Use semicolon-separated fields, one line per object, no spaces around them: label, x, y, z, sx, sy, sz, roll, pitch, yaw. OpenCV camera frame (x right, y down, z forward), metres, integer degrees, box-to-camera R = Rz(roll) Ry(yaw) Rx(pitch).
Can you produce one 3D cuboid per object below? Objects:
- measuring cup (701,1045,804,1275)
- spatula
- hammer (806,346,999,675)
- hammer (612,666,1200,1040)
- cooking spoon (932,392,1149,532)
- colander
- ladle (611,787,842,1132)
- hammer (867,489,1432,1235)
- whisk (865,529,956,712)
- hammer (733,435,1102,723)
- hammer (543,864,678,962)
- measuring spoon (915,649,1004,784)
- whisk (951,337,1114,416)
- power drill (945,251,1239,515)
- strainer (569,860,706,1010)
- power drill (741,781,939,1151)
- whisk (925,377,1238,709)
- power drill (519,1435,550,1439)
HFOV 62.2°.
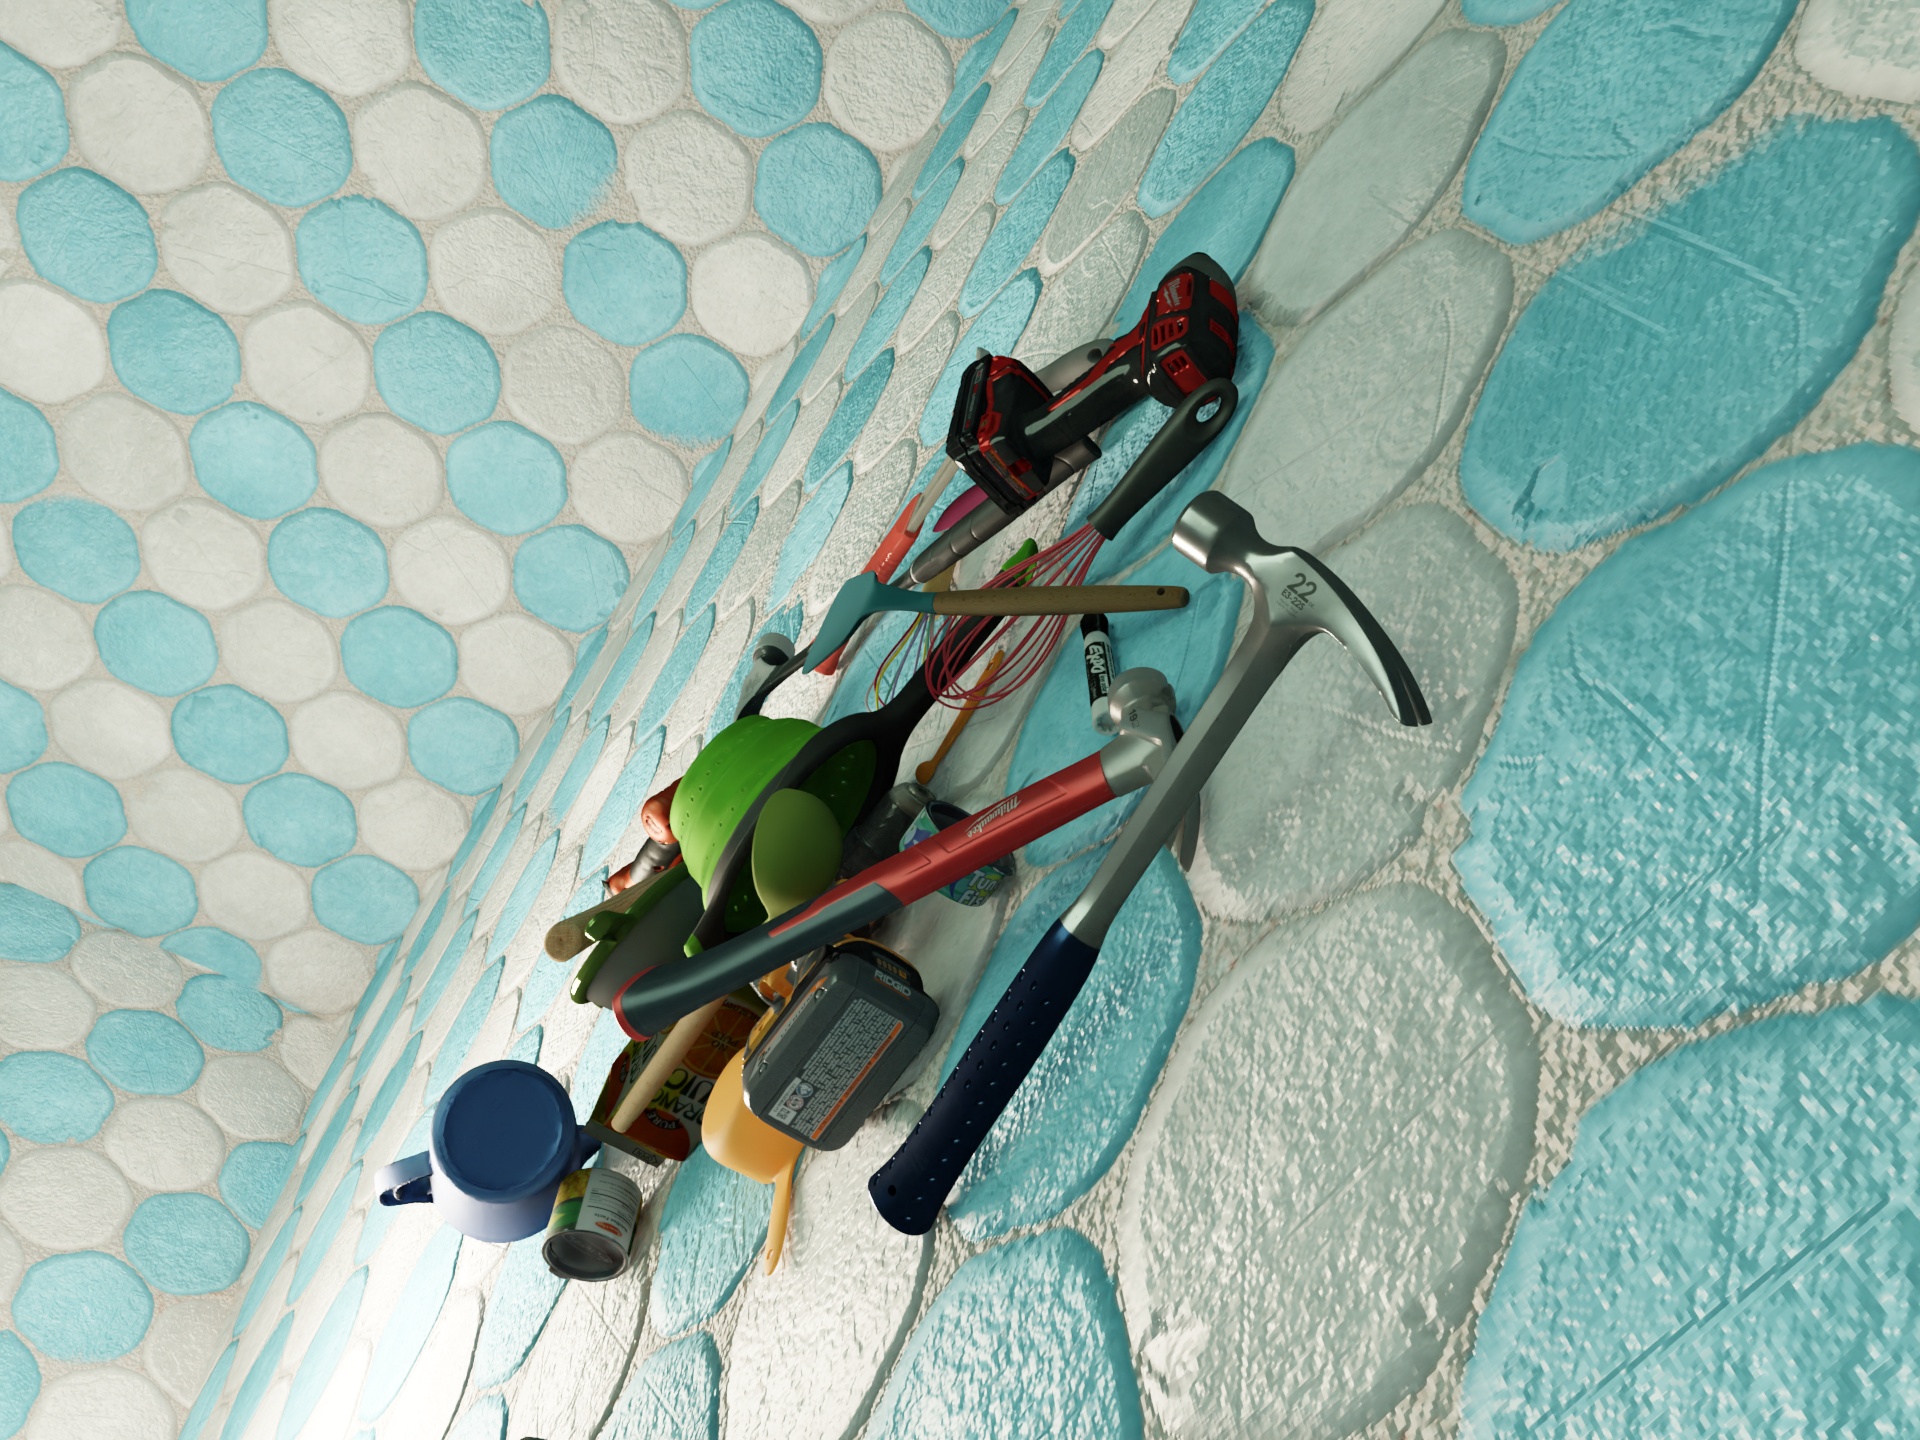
measuring cup;-0.135;0.281;1.031;0.095;0.052;0.174;-51;20;23
spatula;0.013;-0.073;1.052;0.317;0.044;0.082;2;58;37
hammer;-0.055;-0.166;1.433;0.359;0.036;0.149;-51;24;42
hammer;-0.043;0.105;0.898;0.386;0.038;0.143;-29;31;19
cooking spoon;0.065;-0.218;1.300;0.069;0.017;0.319;-51;15;-32
colander;-0.091;0.002;1.165;0.397;0.094;0.204;-51;-19;-13
ladle;-0.170;0.170;1.064;0.320;0.062;0.078;-53;-6;29
hammer;0.067;0.098;0.769;0.144;0.035;0.405;42;114;28
whisk;-0.032;-0.079;1.314;0.051;0.047;0.245;-42;23;42
hammer;-0.046;-0.114;1.304;0.409;0.036;0.149;-34;25;31
hammer;-0.254;0.142;1.341;0.130;0.031;0.331;-52;-7;15
measuring spoon;-0.002;-0.004;1.177;0.117;0.011;0.021;-58;20;4
whisk;0.063;-0.285;1.377;0.239;0.055;0.055;-12;50;58
power drill;0.100;-0.250;1.141;0.219;0.078;0.143;-24;38;34
strainer;-0.235;0.177;1.222;0.151;0.069;0.256;-49;-5;-8
power drill;-0.069;0.148;1.035;0.185;0.084;0.226;-54;16;12
whisk;0.080;-0.115;1.073;0.296;0.073;0.073;-47;23;18
power drill;-0.295;0.580;0.966;0.228;0.080;0.190;-60;19;-9
